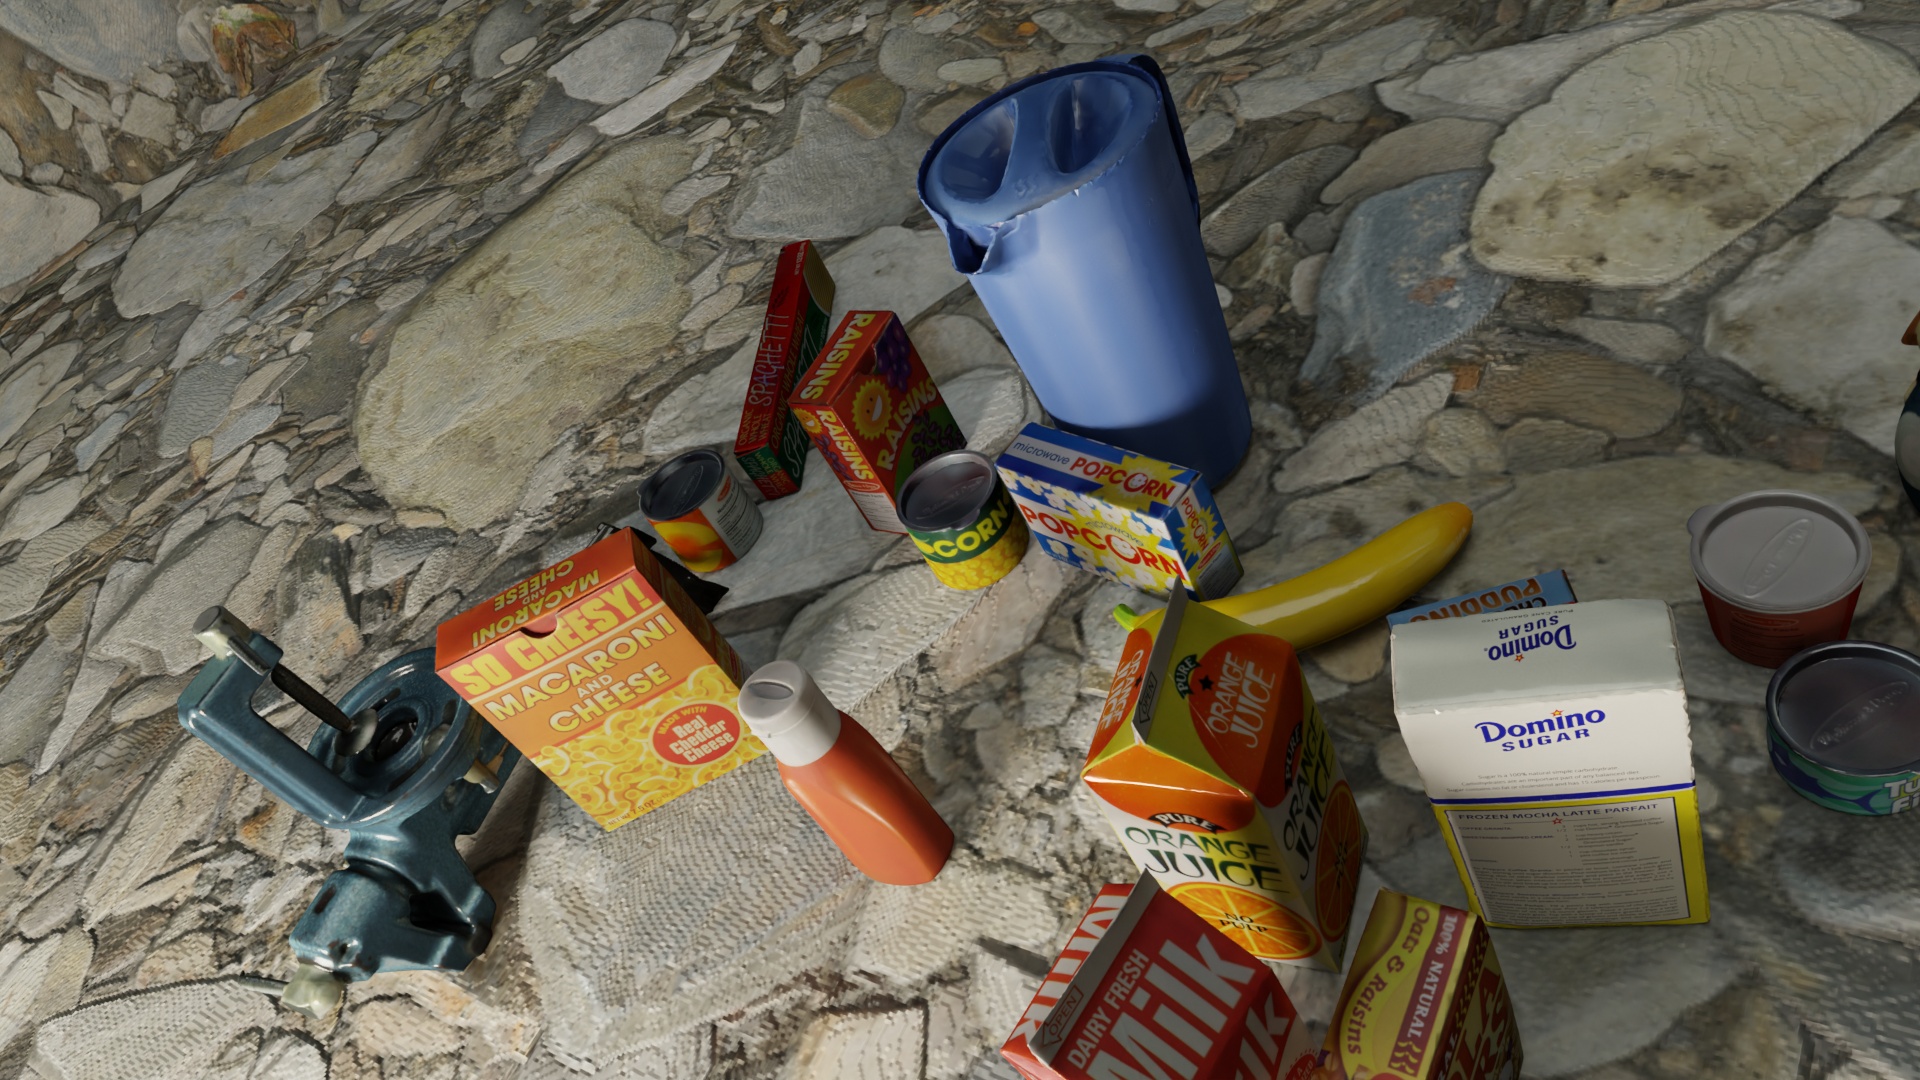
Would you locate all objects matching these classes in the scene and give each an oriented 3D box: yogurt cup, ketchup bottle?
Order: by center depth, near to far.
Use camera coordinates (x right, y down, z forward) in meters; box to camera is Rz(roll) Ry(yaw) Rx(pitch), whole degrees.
[{"bbox_3d":[0.360,0.019,0.612,0.072,0.053,0.073,-16,43,16],"label":"yogurt cup"},{"bbox_3d":[-0.059,0.117,0.690,0.064,0.148,0.044,6,53,35],"label":"ketchup bottle"}]

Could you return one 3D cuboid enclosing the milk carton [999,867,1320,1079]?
[{"bbox_3d":[0.079,0.192,0.504,0.073,0.189,0.072,18,60,41],"label":"milk carton"}]

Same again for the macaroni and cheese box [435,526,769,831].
[{"bbox_3d":[-0.193,0.084,0.788,0.124,0.165,0.040,-28,41,4],"label":"macaroni and cheese box"}]

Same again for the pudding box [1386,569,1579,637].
[{"bbox_3d":[0.247,0.049,0.652,0.083,0.049,0.030,-18,43,15],"label":"pudding box"}]

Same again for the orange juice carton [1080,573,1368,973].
[{"bbox_3d":[0.109,0.100,0.575,0.073,0.192,0.072,1,50,31],"label":"orange juice carton"}]

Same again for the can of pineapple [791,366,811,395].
[{"bbox_3d":[-0.077,-0.090,0.973,0.071,0.057,0.071,-16,43,16],"label":"can of pineapple"}]

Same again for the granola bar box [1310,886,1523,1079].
[{"bbox_3d":[0.149,0.224,0.481,0.039,0.123,0.166,8,54,36],"label":"granola bar box"}]

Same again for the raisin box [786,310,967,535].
[{"bbox_3d":[-0.050,-0.075,0.893,0.040,0.123,0.086,7,54,35],"label":"raisin box"}]

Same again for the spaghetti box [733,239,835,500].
[{"bbox_3d":[-0.130,-0.135,1.055,0.028,0.050,0.251,-15,44,18],"label":"spaghetti box"}]

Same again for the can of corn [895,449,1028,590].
[{"bbox_3d":[0.003,-0.011,0.847,0.071,0.058,0.071,-16,43,16],"label":"can of corn"}]

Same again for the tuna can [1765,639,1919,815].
[{"bbox_3d":[0.368,0.078,0.566,0.071,0.032,0.071,-16,43,16],"label":"tuna can"}]

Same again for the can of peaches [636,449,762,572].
[{"bbox_3d":[-0.181,-0.020,0.965,0.071,0.058,0.071,-16,43,16],"label":"can of peaches"}]

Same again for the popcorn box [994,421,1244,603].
[{"bbox_3d":[0.088,-0.014,0.780,0.127,0.085,0.038,22,63,42],"label":"popcorn box"}]
